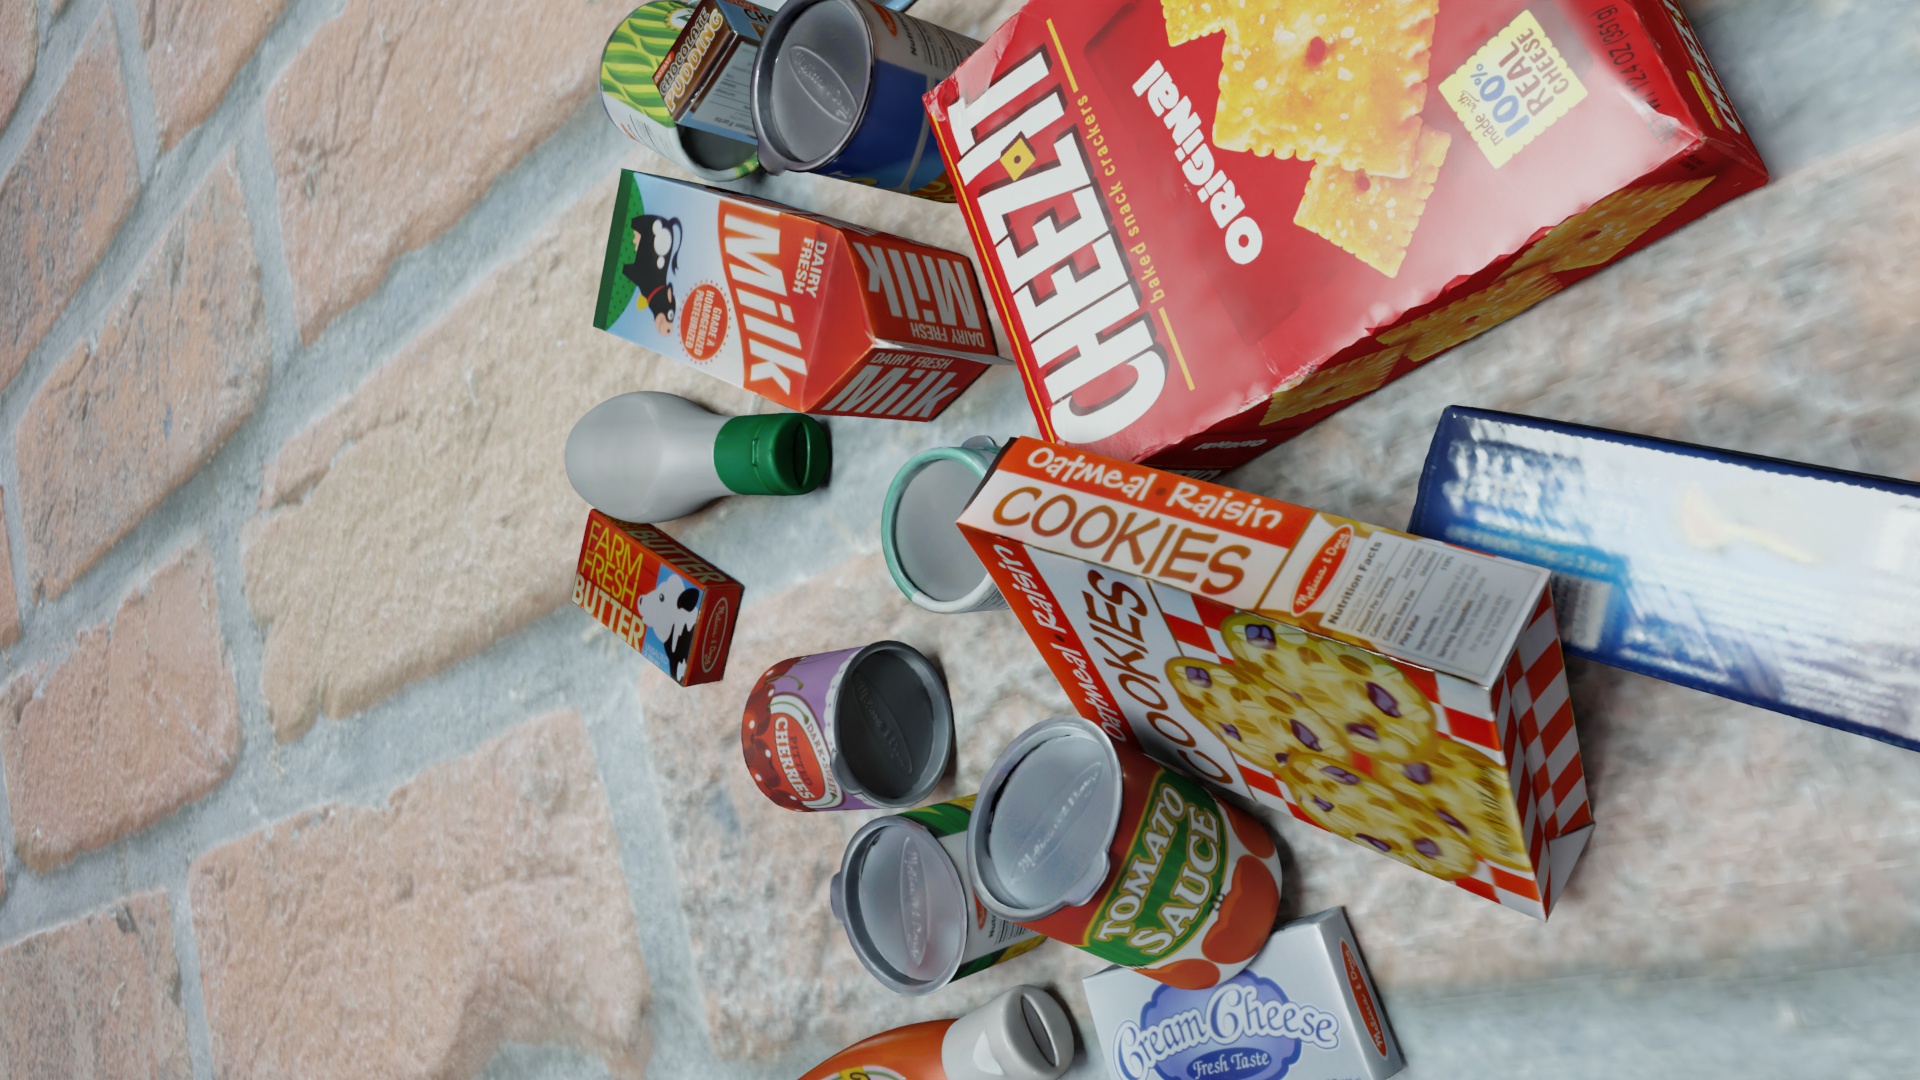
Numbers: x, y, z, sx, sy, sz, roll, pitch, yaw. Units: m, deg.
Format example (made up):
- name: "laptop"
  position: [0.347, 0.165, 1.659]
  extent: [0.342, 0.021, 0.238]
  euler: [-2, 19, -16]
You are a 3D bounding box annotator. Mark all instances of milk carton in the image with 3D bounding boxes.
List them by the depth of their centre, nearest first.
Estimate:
- name: "milk carton"
  position: [-0.066, -0.099, 0.576]
  extent: [0.191, 0.072, 0.073]
  euler: [24, 107, 38]

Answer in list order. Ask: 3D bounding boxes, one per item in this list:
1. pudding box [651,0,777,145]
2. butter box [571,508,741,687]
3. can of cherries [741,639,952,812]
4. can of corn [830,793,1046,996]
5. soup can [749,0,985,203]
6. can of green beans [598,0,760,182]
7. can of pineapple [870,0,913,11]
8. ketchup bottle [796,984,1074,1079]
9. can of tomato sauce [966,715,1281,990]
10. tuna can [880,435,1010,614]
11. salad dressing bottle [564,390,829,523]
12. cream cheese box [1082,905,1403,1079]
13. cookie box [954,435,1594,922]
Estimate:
- name: "pudding box"
  position: [-0.078, -0.190, 0.577]
  extent: [0.049, 0.084, 0.030]
  euler: [-45, 60, 33]
- name: "butter box"
  position: [-0.152, 0.026, 0.686]
  extent: [0.103, 0.024, 0.053]
  euler: [29, 110, 37]
- name: "can of cherries"
  position: [-0.048, 0.077, 0.564]
  extent: [0.058, 0.071, 0.071]
  euler: [-13, 83, 41]
- name: "can of corn"
  position: [-0.005, 0.134, 0.537]
  extent: [0.071, 0.058, 0.071]
  euler: [2, 93, 41]
- name: "soup can"
  position: [-0.029, -0.166, 0.533]
  extent: [0.071, 0.084, 0.071]
  euler: [1, 92, 42]
- name: "can of green beans"
  position: [-0.118, -0.202, 0.624]
  extent: [0.058, 0.071, 0.071]
  euler: [35, 114, 35]
- name: "can of pineapple"
  position: [-0.047, -0.250, 0.562]
  extent: [0.070, 0.071, 0.058]
  euler: [-33, 70, 37]
- name: "ketchup bottle"
  position: [-0.015, 0.224, 0.558]
  extent: [0.148, 0.043, 0.065]
  euler: [-43, 64, 33]
- name: "can of tomato sauce"
  position: [0.055, 0.104, 0.452]
  extent: [0.071, 0.083, 0.071]
  euler: [-33, 40, 34]
- name: "tuna can"
  position: [0.002, -0.007, 0.544]
  extent: [0.071, 0.033, 0.071]
  euler: [2, 93, 41]
- name: "salad dressing bottle"
  position: [-0.125, -0.039, 0.649]
  extent: [0.147, 0.044, 0.064]
  euler: [2, 91, 40]
- name: "cream cheese box"
  position: [0.093, 0.163, 0.474]
  extent: [0.103, 0.024, 0.053]
  euler: [-29, 71, 38]
- name: "cookie box"
  position: [0.092, 0.037, 0.412]
  extent: [0.167, 0.122, 0.040]
  euler: [18, 62, 40]
